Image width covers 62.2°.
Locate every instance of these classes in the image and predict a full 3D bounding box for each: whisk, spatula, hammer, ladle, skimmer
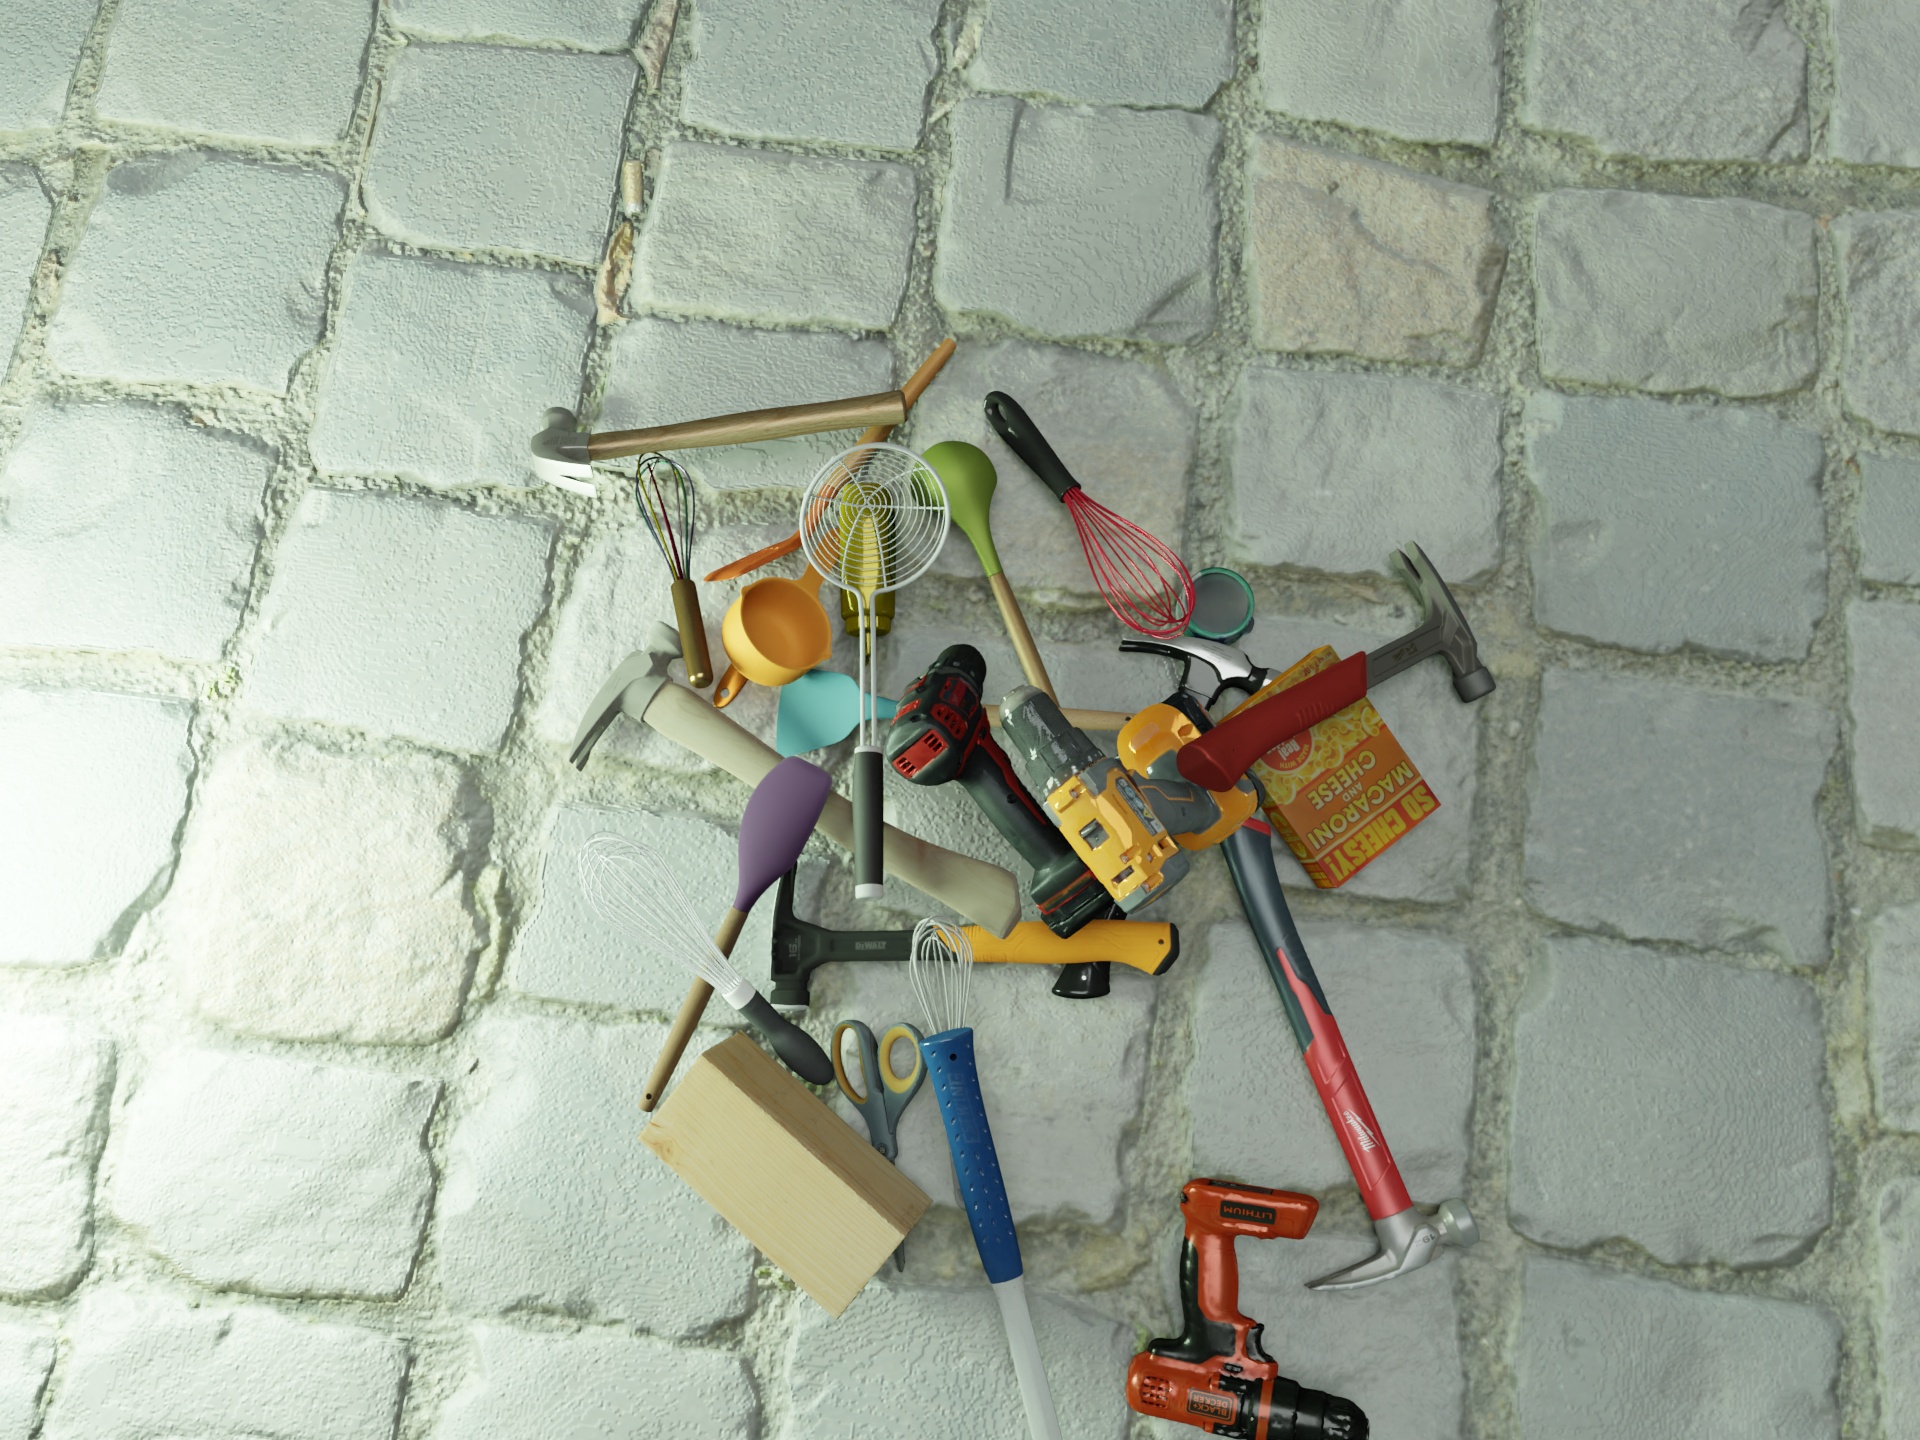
[{"bbox_3d":[0.109,-0.187,1.398,0.073,0.073,0.296,-33,68,-8],"label":"whisk"},{"bbox_3d":[-0.006,0.273,1.263,0.058,0.059,0.246,-1,100,40],"label":"whisk"},{"bbox_3d":[-0.107,-0.231,1.423,0.041,0.081,0.323,44,73,-24],"label":"spatula"},{"bbox_3d":[-0.211,-0.253,1.396,0.331,0.031,0.130,-8,37,-1],"label":"hammer"},{"bbox_3d":[-0.248,-0.135,1.379,0.051,0.047,0.245,-18,63,5],"label":"whisk"},{"bbox_3d":[-0.134,0.071,1.320,0.411,0.038,0.146,30,77,16],"label":"hammer"},{"bbox_3d":[0.153,0.081,1.351,0.146,0.035,0.335,23,77,5],"label":"hammer"},{"bbox_3d":[-0.197,0.194,1.256,0.070,0.070,0.284,-45,107,-10],"label":"whisk"},{"bbox_3d":[0.040,-0.101,1.400,0.078,0.062,0.320,-21,84,-7],"label":"ladle"},{"bbox_3d":[0.010,0.175,1.305,0.337,0.034,0.127,-1,76,8],"label":"hammer"},{"bbox_3d":[-0.002,-0.004,1.360,0.317,0.044,0.082,3,74,3],"label":"spatula"},{"bbox_3d":[-0.068,-0.041,1.281,0.127,0.090,0.363,4,72,-17],"label":"skimmer"},{"bbox_3d":[-0.192,0.175,1.294,0.060,0.018,0.316,26,93,11],"label":"spatula"},{"bbox_3d":[0.279,0.263,1.304,0.143,0.038,0.386,-20,77,-3],"label":"hammer"},{"bbox_3d":[0.299,-0.034,1.291,0.359,0.036,0.149,-24,82,-37],"label":"hammer"},{"bbox_3d":[0.032,0.439,1.217,0.144,0.035,0.405,-14,89,-2],"label":"hammer"}]

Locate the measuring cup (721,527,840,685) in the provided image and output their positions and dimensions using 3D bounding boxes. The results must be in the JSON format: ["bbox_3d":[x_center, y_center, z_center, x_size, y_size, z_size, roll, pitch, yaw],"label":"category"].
[{"bbox_3d":[-0.147,-0.102,1.387,0.095,0.052,0.174,38,48,-15],"label":"measuring cup"}]

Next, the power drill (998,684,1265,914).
[{"bbox_3d":[0.130,0.039,1.230,0.084,0.226,0.185,-43,78,30],"label":"power drill"}]

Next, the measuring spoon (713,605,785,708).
[{"bbox_3d":[-0.184,-0.061,1.398,0.021,0.011,0.117,29,77,7],"label":"measuring spoon"}]

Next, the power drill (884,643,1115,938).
[{"bbox_3d":[0.043,0.043,1.265,0.226,0.188,0.080,45,115,-10],"label":"power drill"}]
